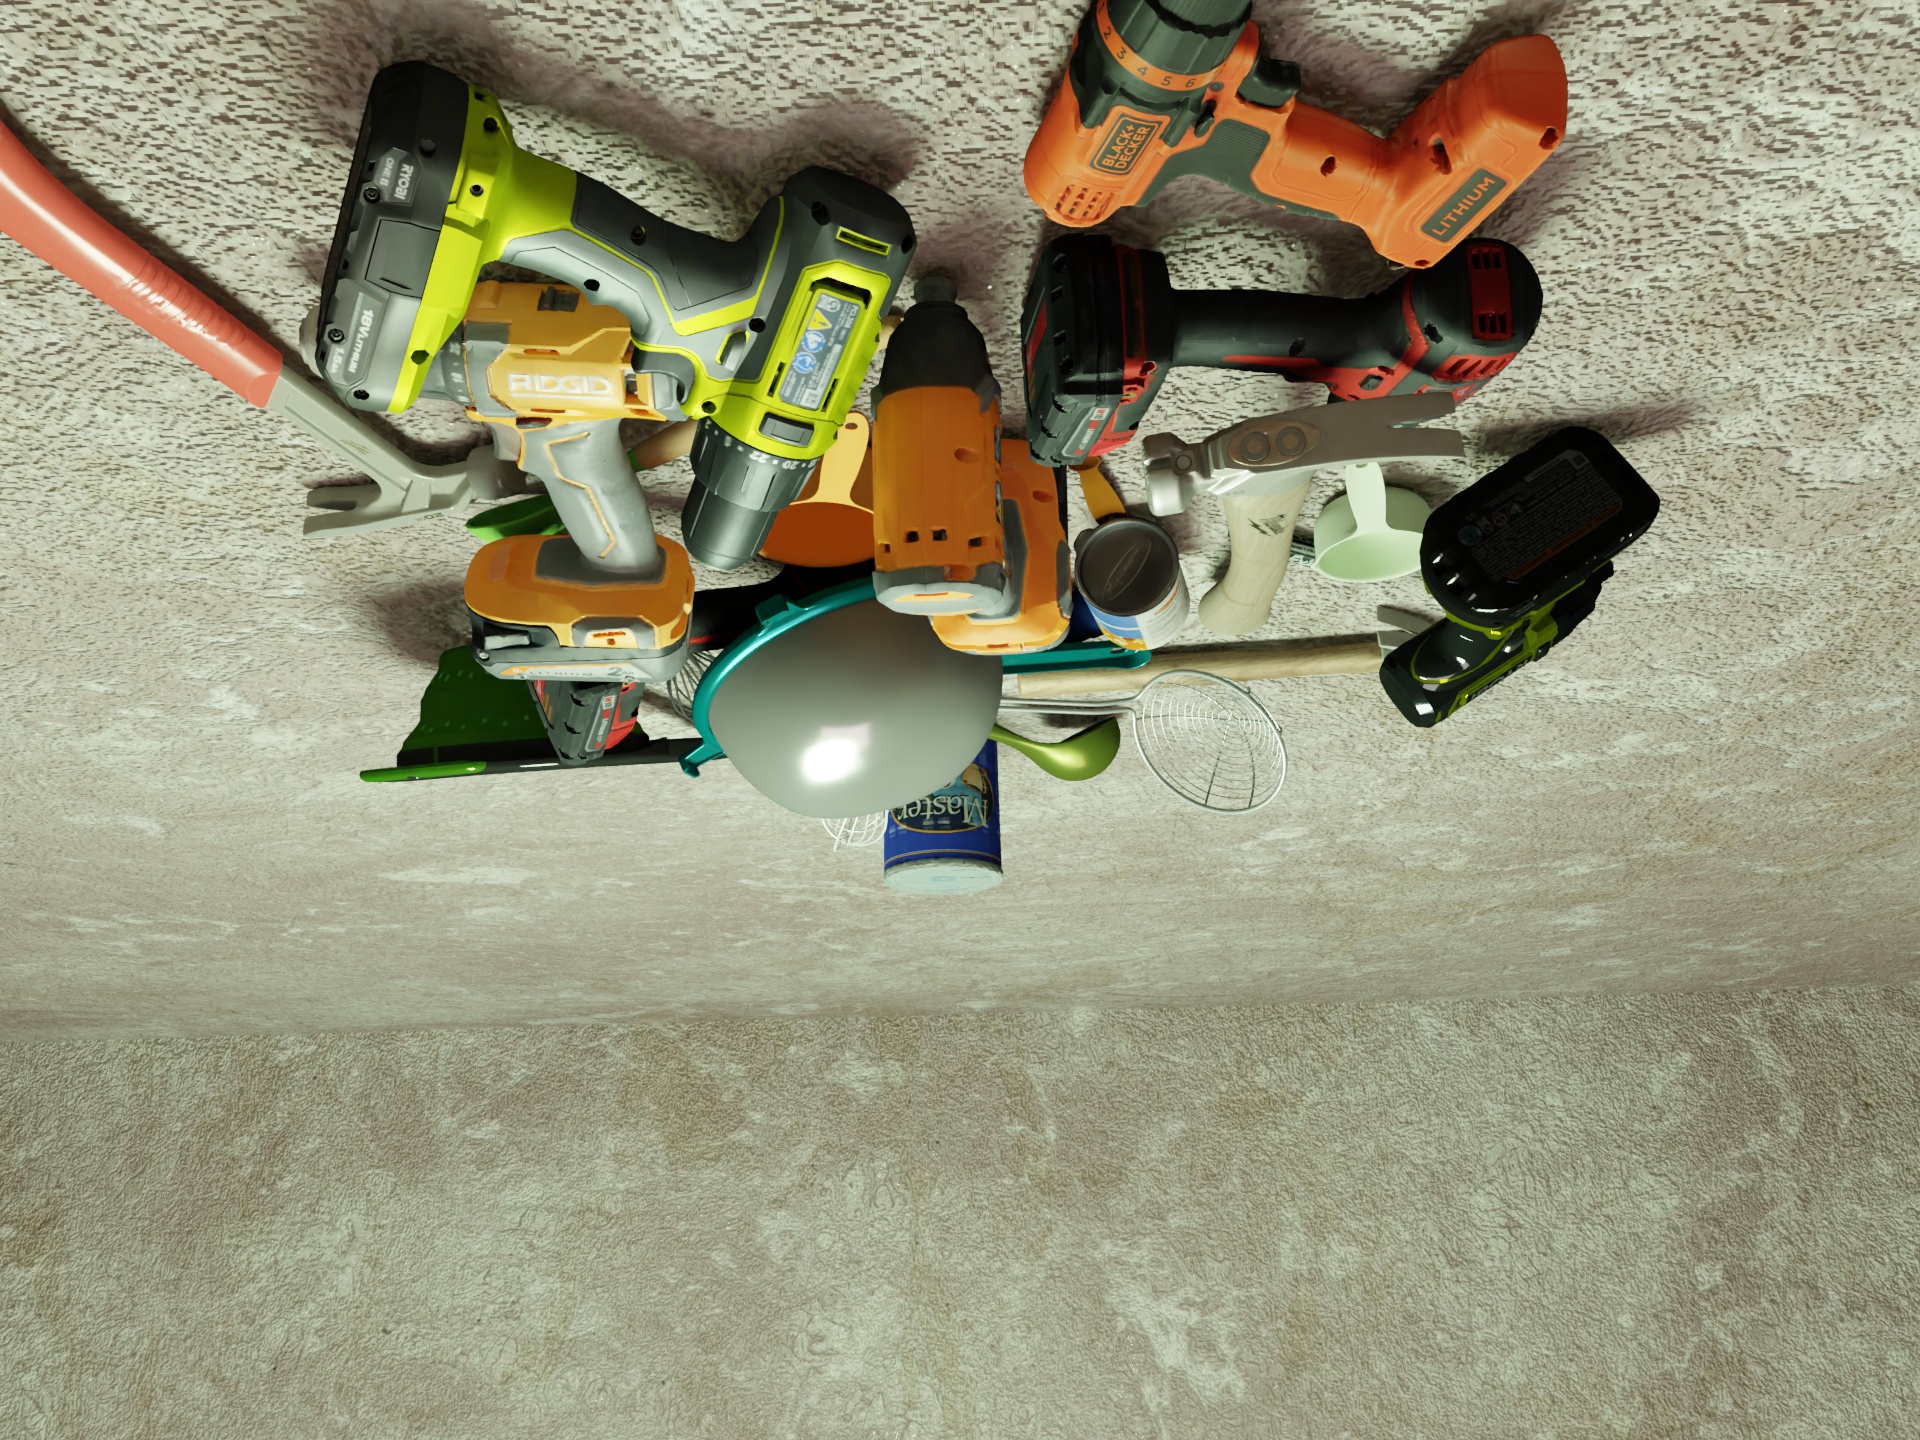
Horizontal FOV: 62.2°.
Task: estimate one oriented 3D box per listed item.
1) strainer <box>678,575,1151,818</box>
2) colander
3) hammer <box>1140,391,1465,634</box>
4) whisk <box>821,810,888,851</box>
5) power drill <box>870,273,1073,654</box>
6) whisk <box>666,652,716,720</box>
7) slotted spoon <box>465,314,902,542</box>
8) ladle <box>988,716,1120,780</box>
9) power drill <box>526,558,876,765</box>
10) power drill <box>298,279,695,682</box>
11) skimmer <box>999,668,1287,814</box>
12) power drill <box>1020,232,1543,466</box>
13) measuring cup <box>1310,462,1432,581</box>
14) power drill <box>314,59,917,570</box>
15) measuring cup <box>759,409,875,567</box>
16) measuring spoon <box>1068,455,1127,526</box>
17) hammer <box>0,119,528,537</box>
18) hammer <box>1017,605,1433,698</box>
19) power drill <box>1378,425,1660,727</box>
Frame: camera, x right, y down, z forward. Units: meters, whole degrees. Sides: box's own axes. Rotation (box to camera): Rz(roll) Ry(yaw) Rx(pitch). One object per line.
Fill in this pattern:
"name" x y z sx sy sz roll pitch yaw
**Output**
"strainer" -0.002 -0.003 1.040 0.340 0.095 0.211 -6 151 -30
"colander" -0.283 -0.010 1.230 0.204 0.094 0.397 -5 179 25
"hammer" 0.184 -0.103 0.925 0.146 0.038 0.410 -8 172 7
"whisk" -0.066 0.021 1.263 0.058 0.059 0.246 27 134 6
"power drill" 0.006 -0.124 0.840 0.084 0.164 0.226 -3 173 11
"whisk" -0.205 -0.053 1.158 0.055 0.055 0.238 -3 156 5
"slotted spoon" -0.158 -0.154 0.880 0.314 0.031 0.070 -19 -165 31
"ladle" -0.001 -0.013 1.305 0.320 0.062 0.078 19 153 -30
"power drill" -0.161 -0.051 1.022 0.219 0.079 0.143 -18 160 -27
"power drill" -0.227 -0.124 0.822 0.185 0.084 0.226 1 137 -5
"skimmer" 0.059 0.009 1.180 0.363 0.090 0.127 3 134 -11
"power drill" 0.146 -0.174 0.784 0.226 0.080 0.188 -3 173 -5
"measuring cup" 0.249 -0.135 0.971 0.083 0.038 0.167 -8 158 16
"power drill" -0.152 -0.167 0.691 0.228 0.080 0.190 12 123 -27
"measuring cup" -0.073 -0.146 0.894 0.095 0.052 0.173 3 158 -13
"measuring spoon" 0.085 -0.143 0.980 0.021 0.011 0.116 -12 162 13
"hammer" -0.373 -0.184 0.783 0.149 0.037 0.358 -8 160 16
"hammer" 0.209 -0.042 1.235 0.331 0.031 0.130 -3 161 6
"power drill" 0.356 -0.088 1.010 0.171 0.080 0.223 -33 160 -1
